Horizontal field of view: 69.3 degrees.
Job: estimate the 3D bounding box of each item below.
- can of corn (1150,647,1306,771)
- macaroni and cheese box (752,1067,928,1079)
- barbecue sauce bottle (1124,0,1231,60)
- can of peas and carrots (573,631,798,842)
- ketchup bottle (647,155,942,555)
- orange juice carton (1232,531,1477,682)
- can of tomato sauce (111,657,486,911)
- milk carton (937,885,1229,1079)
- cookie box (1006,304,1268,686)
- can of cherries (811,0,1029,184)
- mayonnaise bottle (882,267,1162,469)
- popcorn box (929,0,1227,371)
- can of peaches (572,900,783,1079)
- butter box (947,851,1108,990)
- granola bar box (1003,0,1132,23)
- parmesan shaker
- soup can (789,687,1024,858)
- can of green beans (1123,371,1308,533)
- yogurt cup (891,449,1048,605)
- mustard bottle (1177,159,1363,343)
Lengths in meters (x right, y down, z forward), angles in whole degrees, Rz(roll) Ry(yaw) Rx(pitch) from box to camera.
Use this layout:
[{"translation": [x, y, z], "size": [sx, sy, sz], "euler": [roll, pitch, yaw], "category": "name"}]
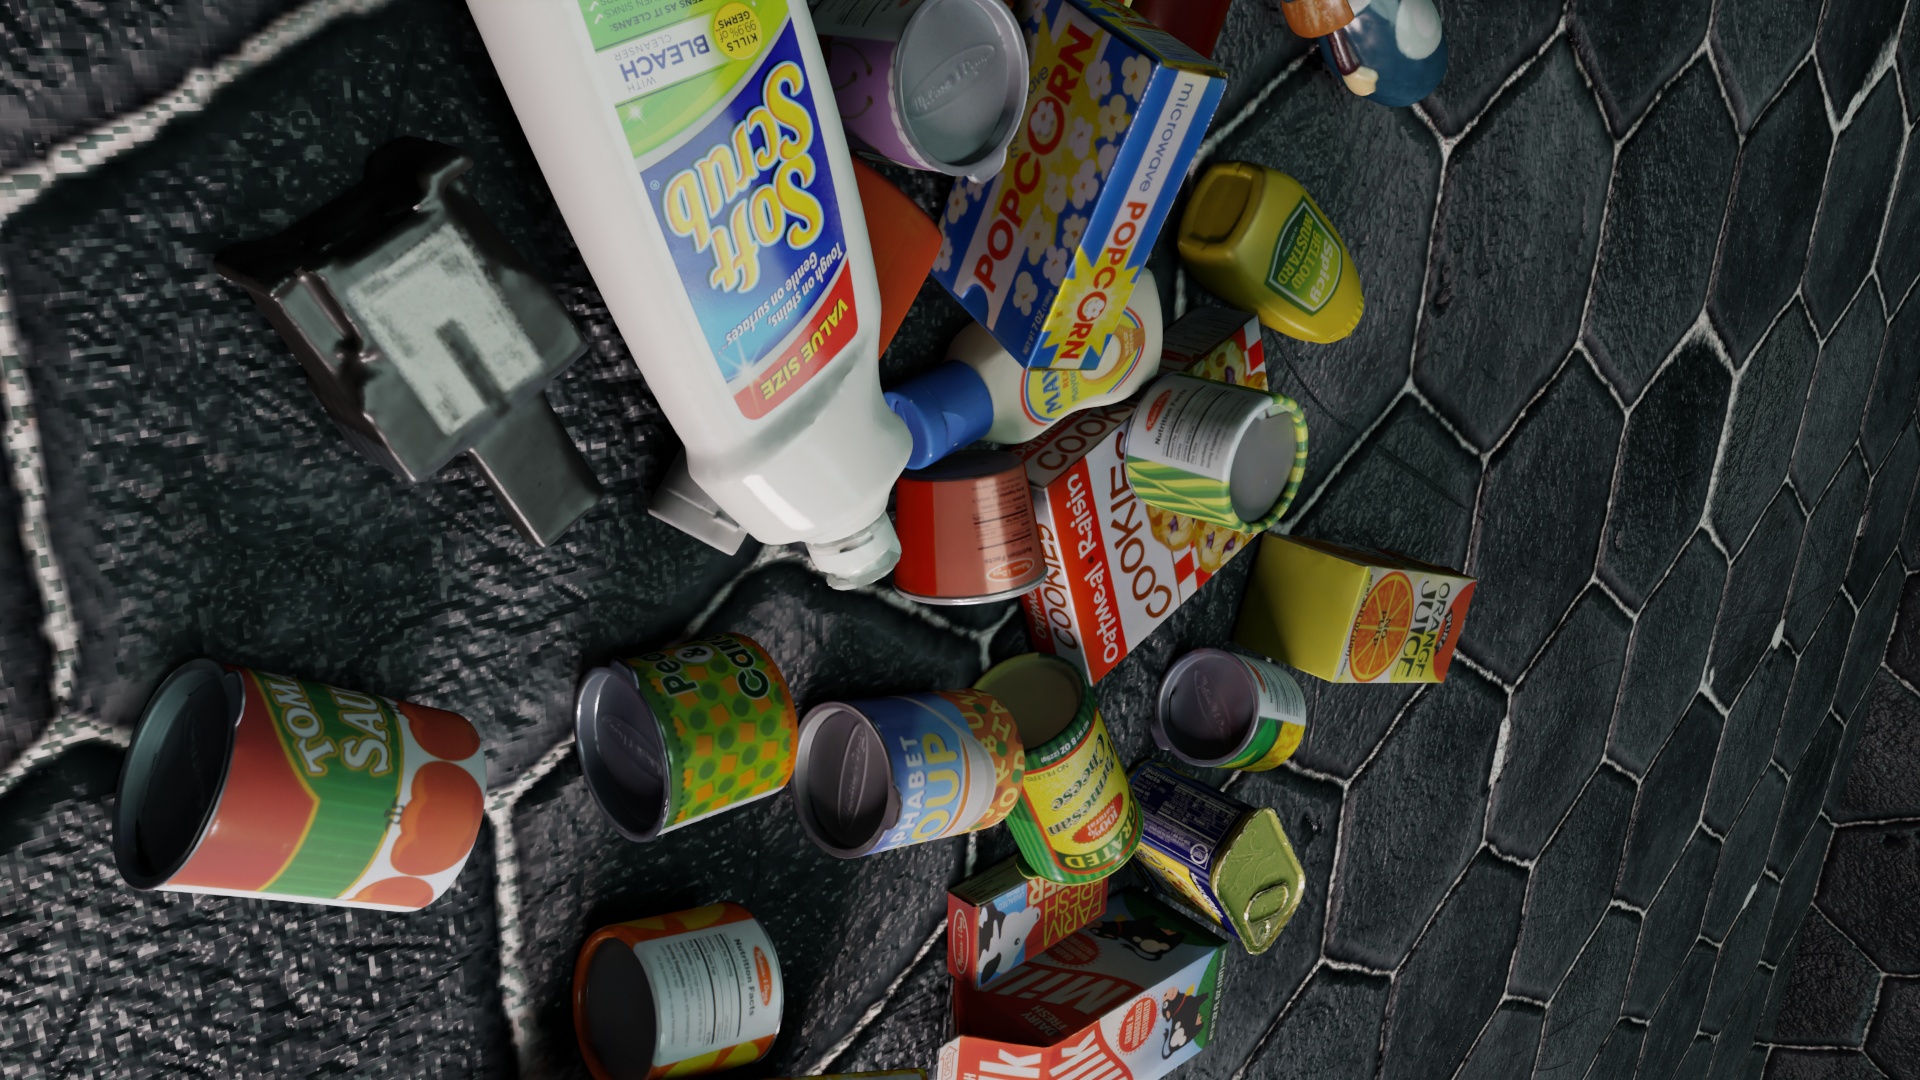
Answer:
[{"translation": [0.152, 0.098, 0.791], "size": [0.058, 0.071, 0.071], "euler": [16, 94, -48], "category": "can of corn"}, {"translation": [-0.106, 0.261, 0.568], "size": [0.123, 0.040, 0.166], "euler": [-39, 144, 25], "category": "macaroni and cheese box"}, {"translation": [0.106, -0.275, 0.608], "size": [0.065, 0.044, 0.148], "euler": [22, 89, -55], "category": "barbecue sauce bottle"}, {"translation": [-0.103, 0.070, 0.519], "size": [0.059, 0.071, 0.070], "euler": [-13, 115, -42], "category": "can of peas and carrots"}, {"translation": [-0.065, -0.067, 0.519], "size": [0.064, 0.043, 0.149], "euler": [33, 82, -41], "category": "ketchup bottle"}, {"translation": [0.258, 0.045, 0.869], "size": [0.193, 0.073, 0.071], "euler": [6, 101, -47], "category": "orange juice carton"}, {"translation": [-0.198, 0.075, 0.425], "size": [0.083, 0.071, 0.071], "euler": [25, 88, -48], "category": "can of tomato sauce"}, {"translation": [0.057, 0.263, 0.753], "size": [0.191, 0.073, 0.072], "euler": [-14, 116, -41], "category": "milk carton"}, {"translation": [0.093, -0.025, 0.699], "size": [0.168, 0.040, 0.122], "euler": [-38, 130, -30], "category": "cookie box"}, {"translation": [-0.018, -0.169, 0.515], "size": [0.072, 0.058, 0.071], "euler": [-20, 119, -40], "category": "can of cherries"}, {"translation": [0.028, -0.075, 0.612], "size": [0.149, 0.041, 0.064], "euler": [-30, 126, -35], "category": "mayonnaise bottle"}, {"translation": [0.040, -0.140, 0.534], "size": [0.038, 0.085, 0.126], "euler": [-3, 130, -37], "category": "popcorn box"}, {"translation": [-0.115, 0.183, 0.555], "size": [0.058, 0.071, 0.071], "euler": [2, 105, -46], "category": "can of peaches"}, {"translation": [0.038, 0.192, 0.742], "size": [0.104, 0.024, 0.053], "euler": [-17, 117, -40], "category": "butter box"}, {"translation": [0.017, -0.269, 0.523], "size": [0.165, 0.039, 0.124], "euler": [23, 90, -47], "category": "granola bar box"}, {"translation": [0.044, 0.115, 0.686], "size": [0.071, 0.071, 0.102], "euler": [-44, 132, -24], "category": "parmesan shaker"}, {"translation": [-0.021, 0.101, 0.611], "size": [0.084, 0.071, 0.071], "euler": [0, 106, -45], "category": "soup can"}, {"translation": [0.119, -0.041, 0.644], "size": [0.071, 0.058, 0.071], "euler": [-19, 118, -41], "category": "can of green beans"}, {"translation": [0.002, -0.007, 0.597], "size": [0.073, 0.072, 0.053], "euler": [-18, 110, -40], "category": "yogurt cup"}, {"translation": [0.174, -0.140, 0.727], "size": [0.160, 0.049, 0.065], "euler": [22, 91, -47], "category": "mustard bottle"}]
